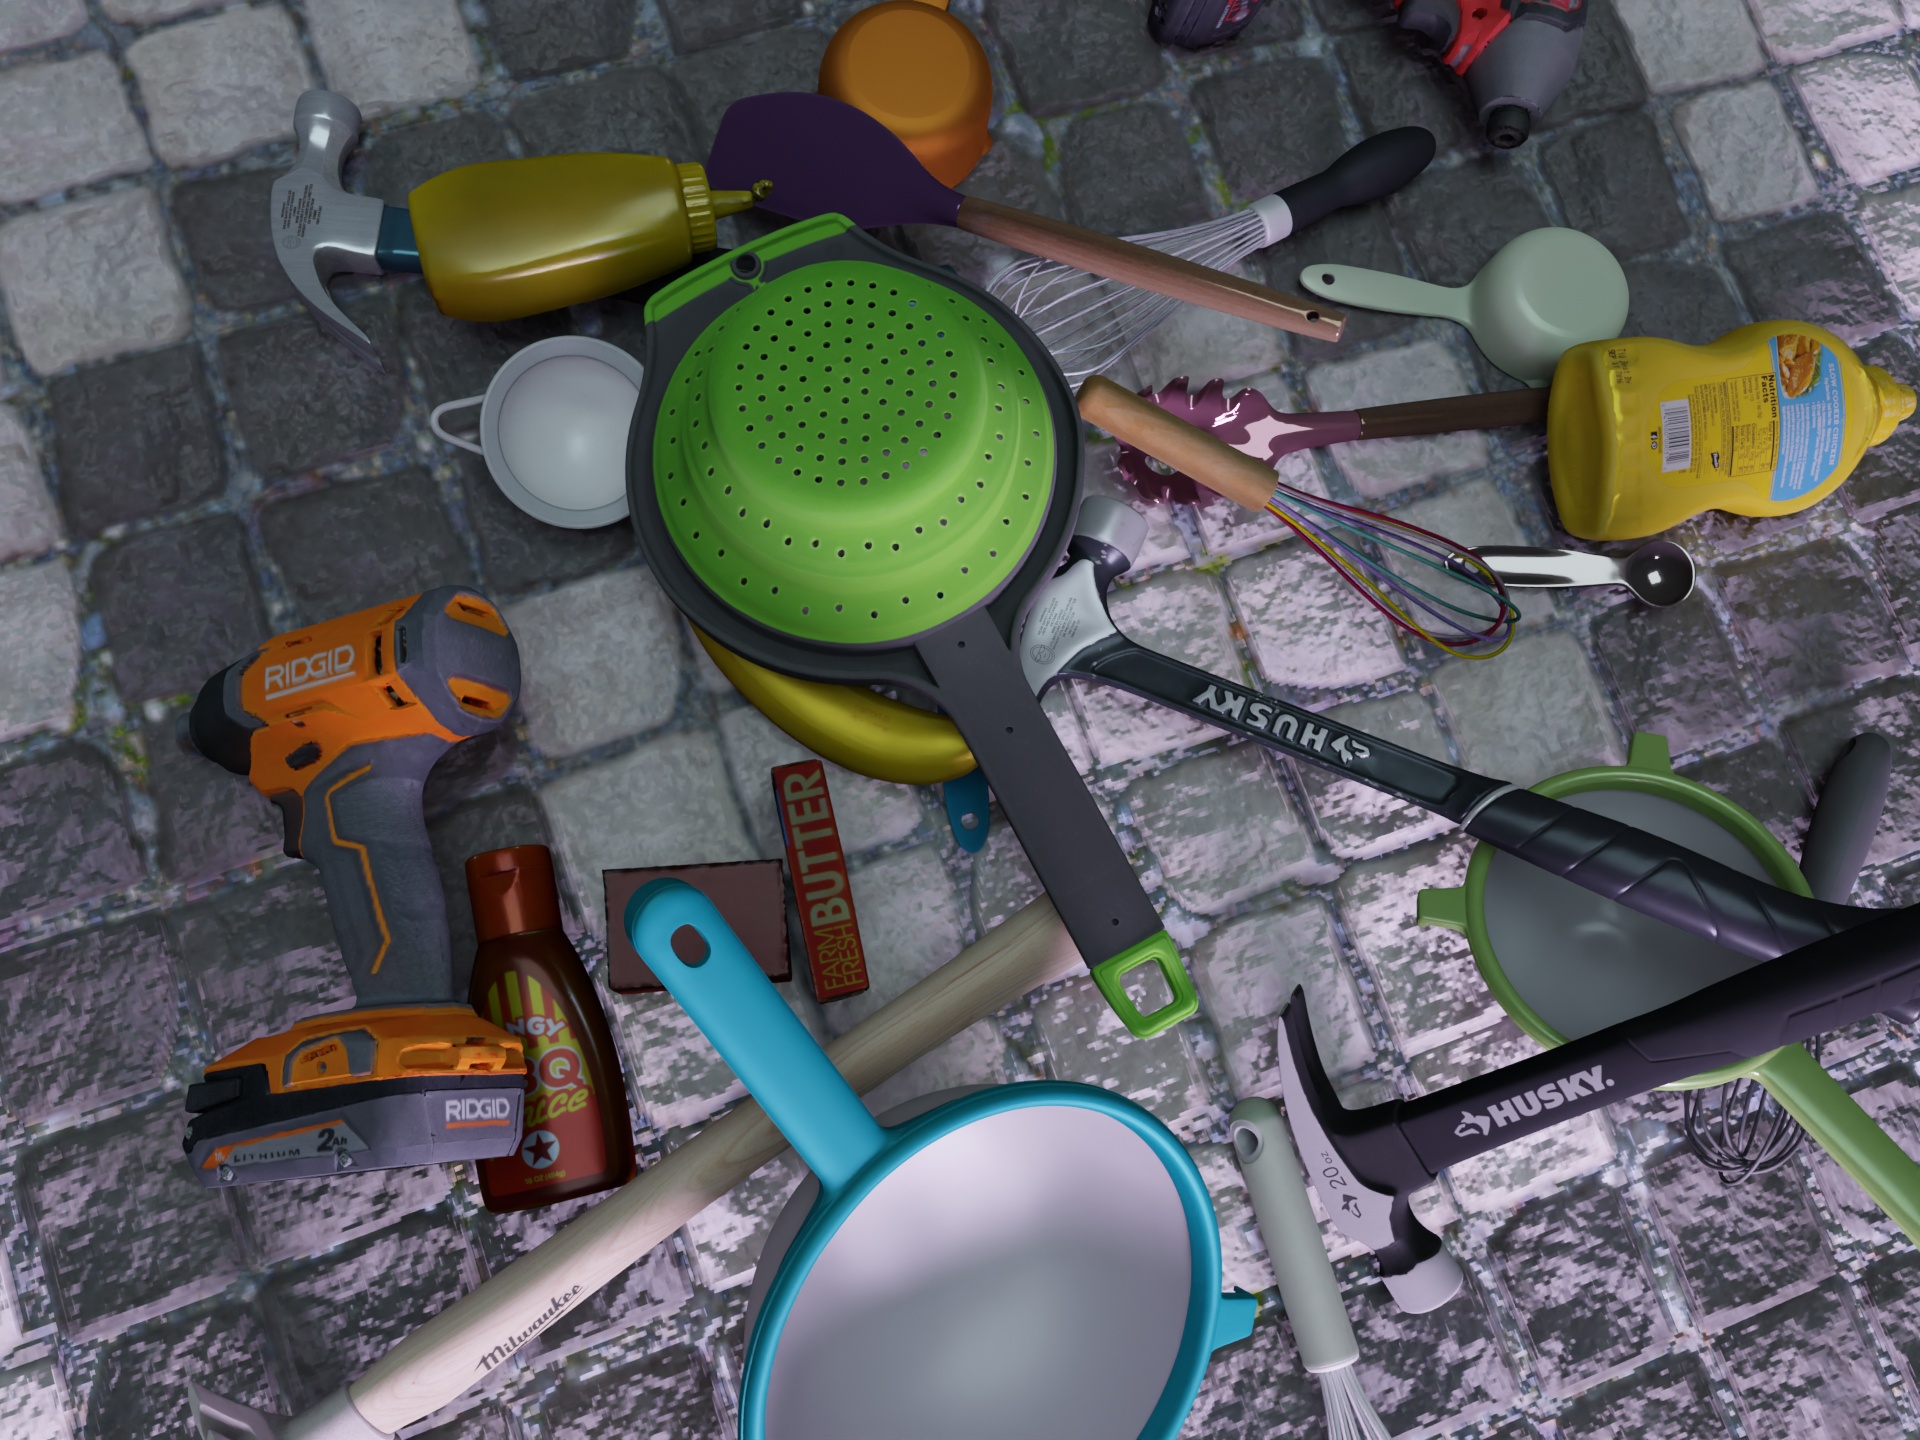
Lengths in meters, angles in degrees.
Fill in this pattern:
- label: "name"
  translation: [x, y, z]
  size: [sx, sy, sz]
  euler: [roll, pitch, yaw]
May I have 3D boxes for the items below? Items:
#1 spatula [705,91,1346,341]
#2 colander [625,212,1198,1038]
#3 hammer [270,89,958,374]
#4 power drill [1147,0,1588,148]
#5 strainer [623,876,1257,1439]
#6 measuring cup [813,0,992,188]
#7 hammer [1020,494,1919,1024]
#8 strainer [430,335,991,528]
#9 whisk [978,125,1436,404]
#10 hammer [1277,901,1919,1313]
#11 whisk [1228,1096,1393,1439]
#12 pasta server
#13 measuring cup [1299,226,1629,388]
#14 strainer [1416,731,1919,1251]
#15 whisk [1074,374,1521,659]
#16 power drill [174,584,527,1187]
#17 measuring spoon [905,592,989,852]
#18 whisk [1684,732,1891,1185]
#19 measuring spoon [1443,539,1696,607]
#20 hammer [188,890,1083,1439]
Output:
- label: "spatula"
  translation: [0.025, -0.229, 0.733]
  size: [0.316, 0.018, 0.060]
  euler: [22, 94, 13]
- label: "colander"
  translation: [-0.007, -0.053, 0.654]
  size: [0.204, 0.094, 0.397]
  euler: [-28, 80, -7]
- label: "hammer"
  translation: [-0.158, -0.217, 0.760]
  size: [0.331, 0.033, 0.128]
  euler: [6, 76, -5]
- label: "power drill"
  translation: [0.217, -0.383, 0.820]
  size: [0.219, 0.078, 0.143]
  euler: [14, 77, -6]
- label: "strainer"
  translation: [-0.036, 0.182, 0.610]
  size: [0.211, 0.095, 0.340]
  euler: [-40, 115, -18]
- label: "measuring cup"
  translation: [-0.019, -0.350, 0.794]
  size: [0.095, 0.052, 0.174]
  euler: [13, 79, -4]
- label: "hammer"
  translation: [0.211, 0.035, 0.698]
  size: [0.409, 0.036, 0.149]
  euler: [23, 77, 14]
- label: "strainer"
  translation: [-0.110, -0.130, 0.745]
  size: [0.258, 0.050, 0.087]
  euler: [1, 95, -12]
- label: "whisk"
  translation: [0.126, -0.234, 0.789]
  size: [0.284, 0.070, 0.070]
  euler: [-29, 83, -17]
- label: "hammer"
  translation: [0.281, 0.121, 0.628]
  size: [0.334, 0.035, 0.146]
  euler: [-32, 89, 30]
- label: "whisk"
  translation: [0.164, 0.284, 0.687]
  size: [0.059, 0.058, 0.246]
  euler: [-5, 72, -42]
- label: "pasta server"
  translation: [0.224, -0.150, 0.787]
  size: [0.316, 0.040, 0.060]
  euler: [-8, 97, -9]
- label: "measuring cup"
  translation: [0.257, -0.219, 0.804]
  size: [0.167, 0.038, 0.083]
  euler: [7, 77, -7]
- label: "strainer"
  translation: [0.330, 0.138, 0.699]
  size: [0.151, 0.069, 0.257]
  euler: [-33, 65, -13]
- label: "whisk"
  translation: [0.161, -0.094, 0.743]
  size: [0.245, 0.051, 0.047]
  euler: [26, 96, -12]
- label: "power drill"
  translation: [-0.257, 0.069, 0.650]
  size: [0.164, 0.084, 0.227]
  euler: [-12, 75, 22]
- label: "measuring spoon"
  translation: [-0.001, -0.002, 0.744]
  size: [0.042, 0.021, 0.128]
  euler: [-7, 88, 3]
- label: "whisk"
  translation: [0.397, 0.107, 0.750]
  size: [0.055, 0.055, 0.239]
  euler: [29, 72, 0]
- label: "measuring spoon"
  translation: [0.302, -0.074, 0.794]
  size: [0.124, 0.018, 0.034]
  euler: [3, 84, 1]
- label: "hammer"
  translation: [-0.095, 0.172, 0.641]
  size: [0.410, 0.146, 0.038]
  euler: [-33, 62, -17]
